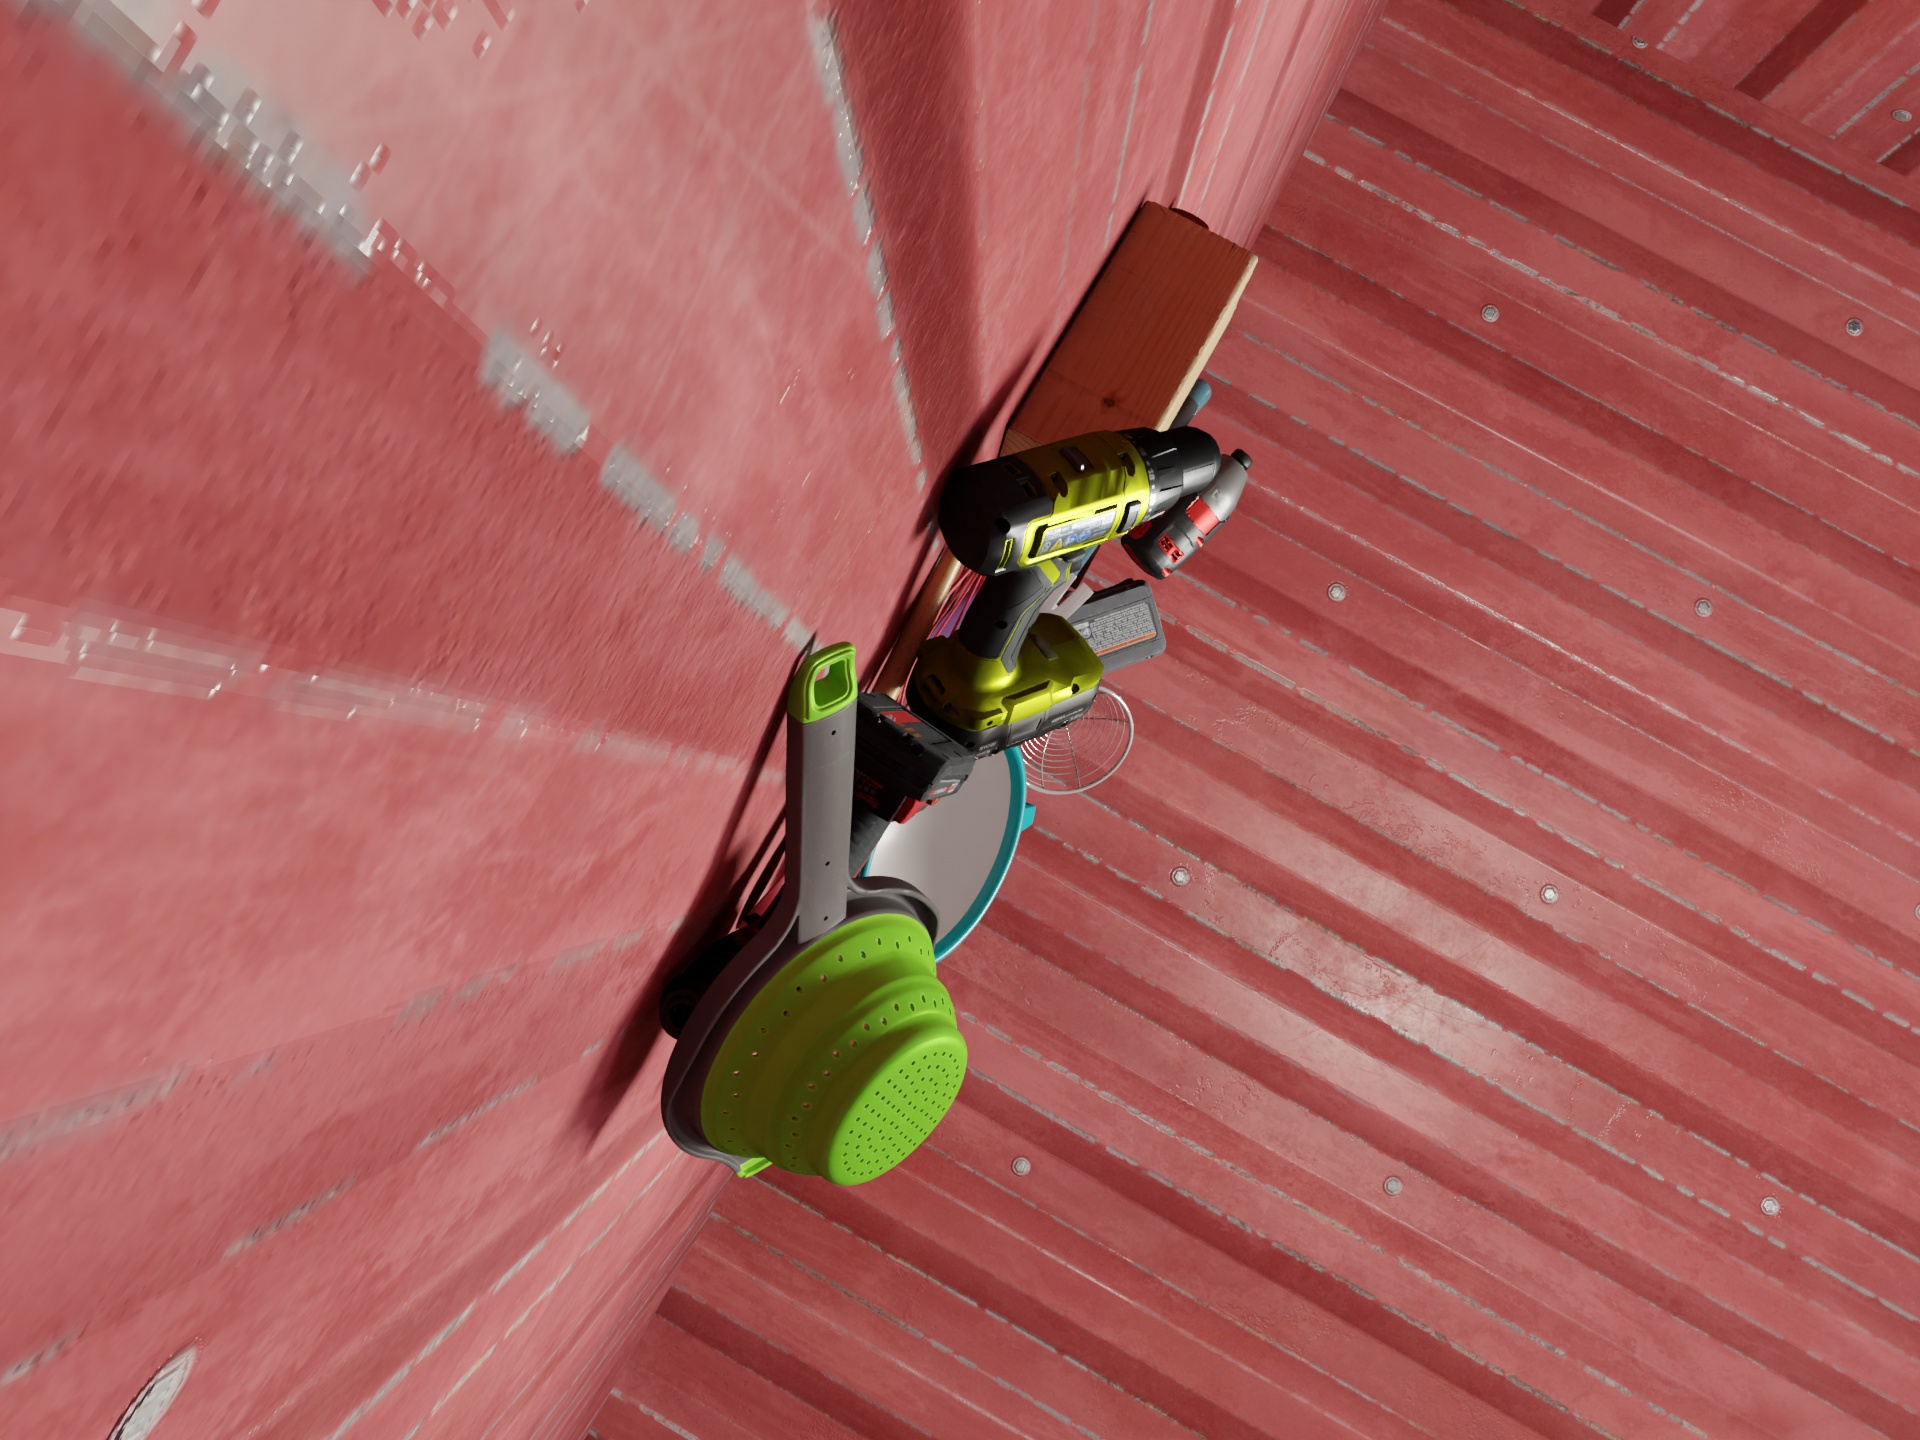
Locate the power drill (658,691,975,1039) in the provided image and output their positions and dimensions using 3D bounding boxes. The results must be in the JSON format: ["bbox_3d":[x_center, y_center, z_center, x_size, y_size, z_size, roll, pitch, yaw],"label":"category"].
[{"bbox_3d":[-0.094,0.097,0.969,0.226,0.080,0.188,-57,171,7],"label":"power drill"}]

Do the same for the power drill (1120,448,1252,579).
[{"bbox_3d":[0.189,-0.224,1.549,0.143,0.078,0.220,-45,-152,0],"label":"power drill"}]

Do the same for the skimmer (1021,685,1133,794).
[{"bbox_3d":[0.045,0.022,1.417,0.127,0.090,0.363,-52,161,19],"label":"skimmer"}]

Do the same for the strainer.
[{"bbox_3d":[-0.080,0.135,1.226,0.340,0.095,0.210,-54,146,-19],"label":"strainer"}]

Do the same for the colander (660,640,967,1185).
[{"bbox_3d":[-0.057,0.136,0.871,0.204,0.095,0.396,-28,140,-34],"label":"colander"}]

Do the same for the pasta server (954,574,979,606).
[{"bbox_3d":[0.045,-0.157,1.265,0.040,0.060,0.316,-111,-144,-46],"label":"pasta server"}]

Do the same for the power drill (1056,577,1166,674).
[{"bbox_3d":[0.126,-0.097,1.632,0.164,0.084,0.226,-19,-171,-14],"label":"power drill"}]

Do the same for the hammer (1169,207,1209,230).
[{"bbox_3d":[0.120,-0.280,1.398,0.359,0.037,0.149,-62,177,33],"label":"hammer"}]

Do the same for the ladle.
[{"bbox_3d":[-0.068,0.012,1.085,0.315,0.031,0.069,-63,176,6],"label":"ladle"}]

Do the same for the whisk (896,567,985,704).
[{"bbox_3d":[0.019,-0.109,1.148,0.073,0.073,0.296,91,22,-84],"label":"whisk"}]

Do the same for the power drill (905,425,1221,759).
[{"bbox_3d":[0.061,-0.089,1.013,0.190,0.080,0.228,-20,149,-30],"label":"power drill"}]

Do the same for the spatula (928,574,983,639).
[{"bbox_3d":[0.031,-0.140,1.246,0.059,0.018,0.315,0,128,-36],"label":"spatula"}]

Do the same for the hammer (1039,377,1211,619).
[{"bbox_3d":[0.135,-0.190,1.453,0.331,0.033,0.128,-55,-168,-22],"label":"hammer"}]
